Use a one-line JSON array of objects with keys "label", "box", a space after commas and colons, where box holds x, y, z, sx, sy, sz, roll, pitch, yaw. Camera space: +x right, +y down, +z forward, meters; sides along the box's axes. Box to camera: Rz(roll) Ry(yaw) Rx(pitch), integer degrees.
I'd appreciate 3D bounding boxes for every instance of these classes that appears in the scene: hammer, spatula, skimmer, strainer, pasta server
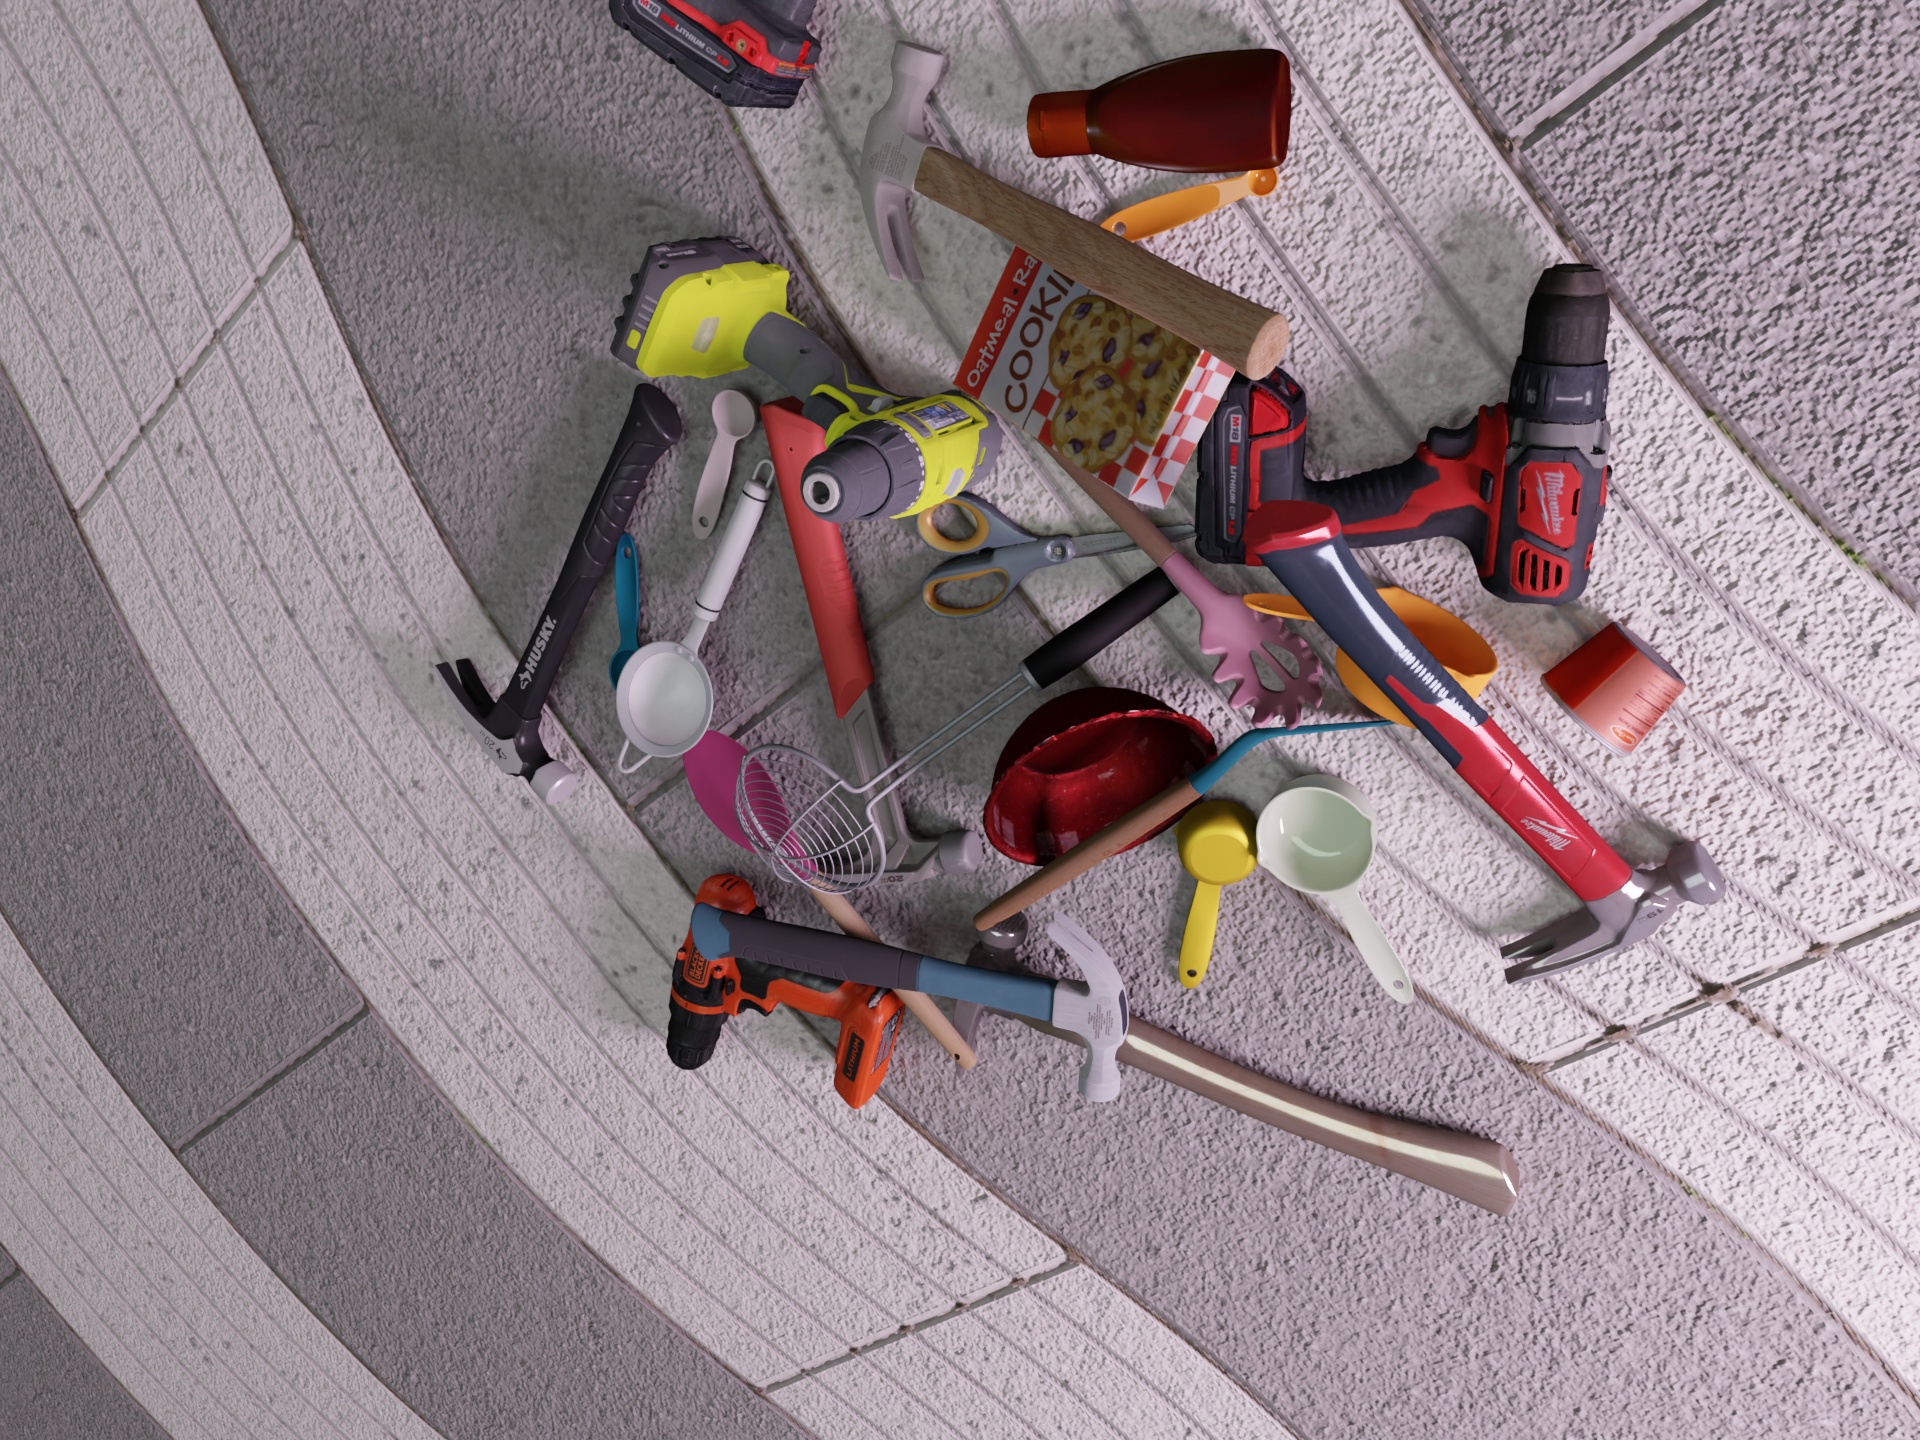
[{"label": "hammer", "box": [0.188, 0.266, 1.141, 0.411, 0.038, 0.146, 20, 119, 15]}, {"label": "spatula", "box": [0.137, 0.065, 1.034, 0.317, 0.082, 0.044, -35, 77, 22]}, {"label": "skimmer", "box": [-0.002, -0.003, 1.086, 0.363, 0.090, 0.127, -35, 101, 12]}, {"label": "hammer", "box": [0.052, -0.274, 0.907, 0.332, 0.031, 0.130, 40, 124, 34]}, {"label": "hammer", "box": [0.278, 0.018, 0.912, 0.143, 0.038, 0.386, -34, 119, 29]}, {"label": "strainer", "box": [-0.186, -0.073, 1.156, 0.087, 0.050, 0.258, 34, 111, 20]}, {"label": "hammer", "box": [-0.042, 0.182, 1.150, 0.331, 0.033, 0.128, 9, 110, 15]}, {"label": "pasta server", "box": [0.110, -0.120, 0.996, 0.316, 0.040, 0.060, 48, 111, 9]}, {"label": "hammer", "box": [-0.293, -0.104, 1.193, 0.146, 0.035, 0.334, 40, 118, 17]}, {"label": "hammer", "box": [-0.091, -0.049, 1.134, 0.149, 0.037, 0.359, -5, 109, 25]}]

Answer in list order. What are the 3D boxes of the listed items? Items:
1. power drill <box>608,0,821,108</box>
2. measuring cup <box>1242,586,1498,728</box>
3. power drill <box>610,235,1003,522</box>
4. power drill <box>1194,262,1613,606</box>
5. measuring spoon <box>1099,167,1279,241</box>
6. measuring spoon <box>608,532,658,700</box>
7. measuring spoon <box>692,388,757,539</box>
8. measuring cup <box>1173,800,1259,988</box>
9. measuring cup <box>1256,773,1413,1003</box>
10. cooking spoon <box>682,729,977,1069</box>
[{"label": "power drill", "box": [-0.112, -0.490, 0.942, 0.143, 0.078, 0.219, 38, 118, 5]}, {"label": "measuring cup", "box": [0.231, -0.039, 0.936, 0.173, 0.095, 0.052, 8, 125, -22]}, {"label": "power drill", "box": [-0.102, -0.205, 0.989, 0.228, 0.190, 0.080, 37, 121, 11]}, {"label": "power drill", "box": [0.255, -0.166, 0.913, 0.227, 0.080, 0.187, 6, 113, 18]}, {"label": "measuring spoon", "box": [0.135, -0.306, 0.947, 0.117, 0.011, 0.021, -10, 103, 30]}, {"label": "measuring spoon", "box": [-0.246, -0.079, 1.205, 0.042, 0.021, 0.128, 7, 104, 26]}, {"label": "measuring spoon", "box": [-0.169, -0.181, 1.130, 0.034, 0.018, 0.124, 31, 126, 9]}, {"label": "measuring cup", "box": [0.169, 0.128, 1.091, 0.062, 0.029, 0.156, 8, 118, 3]}, {"label": "measuring cup", "box": [0.257, 0.110, 1.046, 0.083, 0.038, 0.167, -26, 101, 30]}, {"label": "cooking spoon", "box": [-0.094, 0.136, 1.183, 0.068, 0.017, 0.319, -39, 91, 29]}]
